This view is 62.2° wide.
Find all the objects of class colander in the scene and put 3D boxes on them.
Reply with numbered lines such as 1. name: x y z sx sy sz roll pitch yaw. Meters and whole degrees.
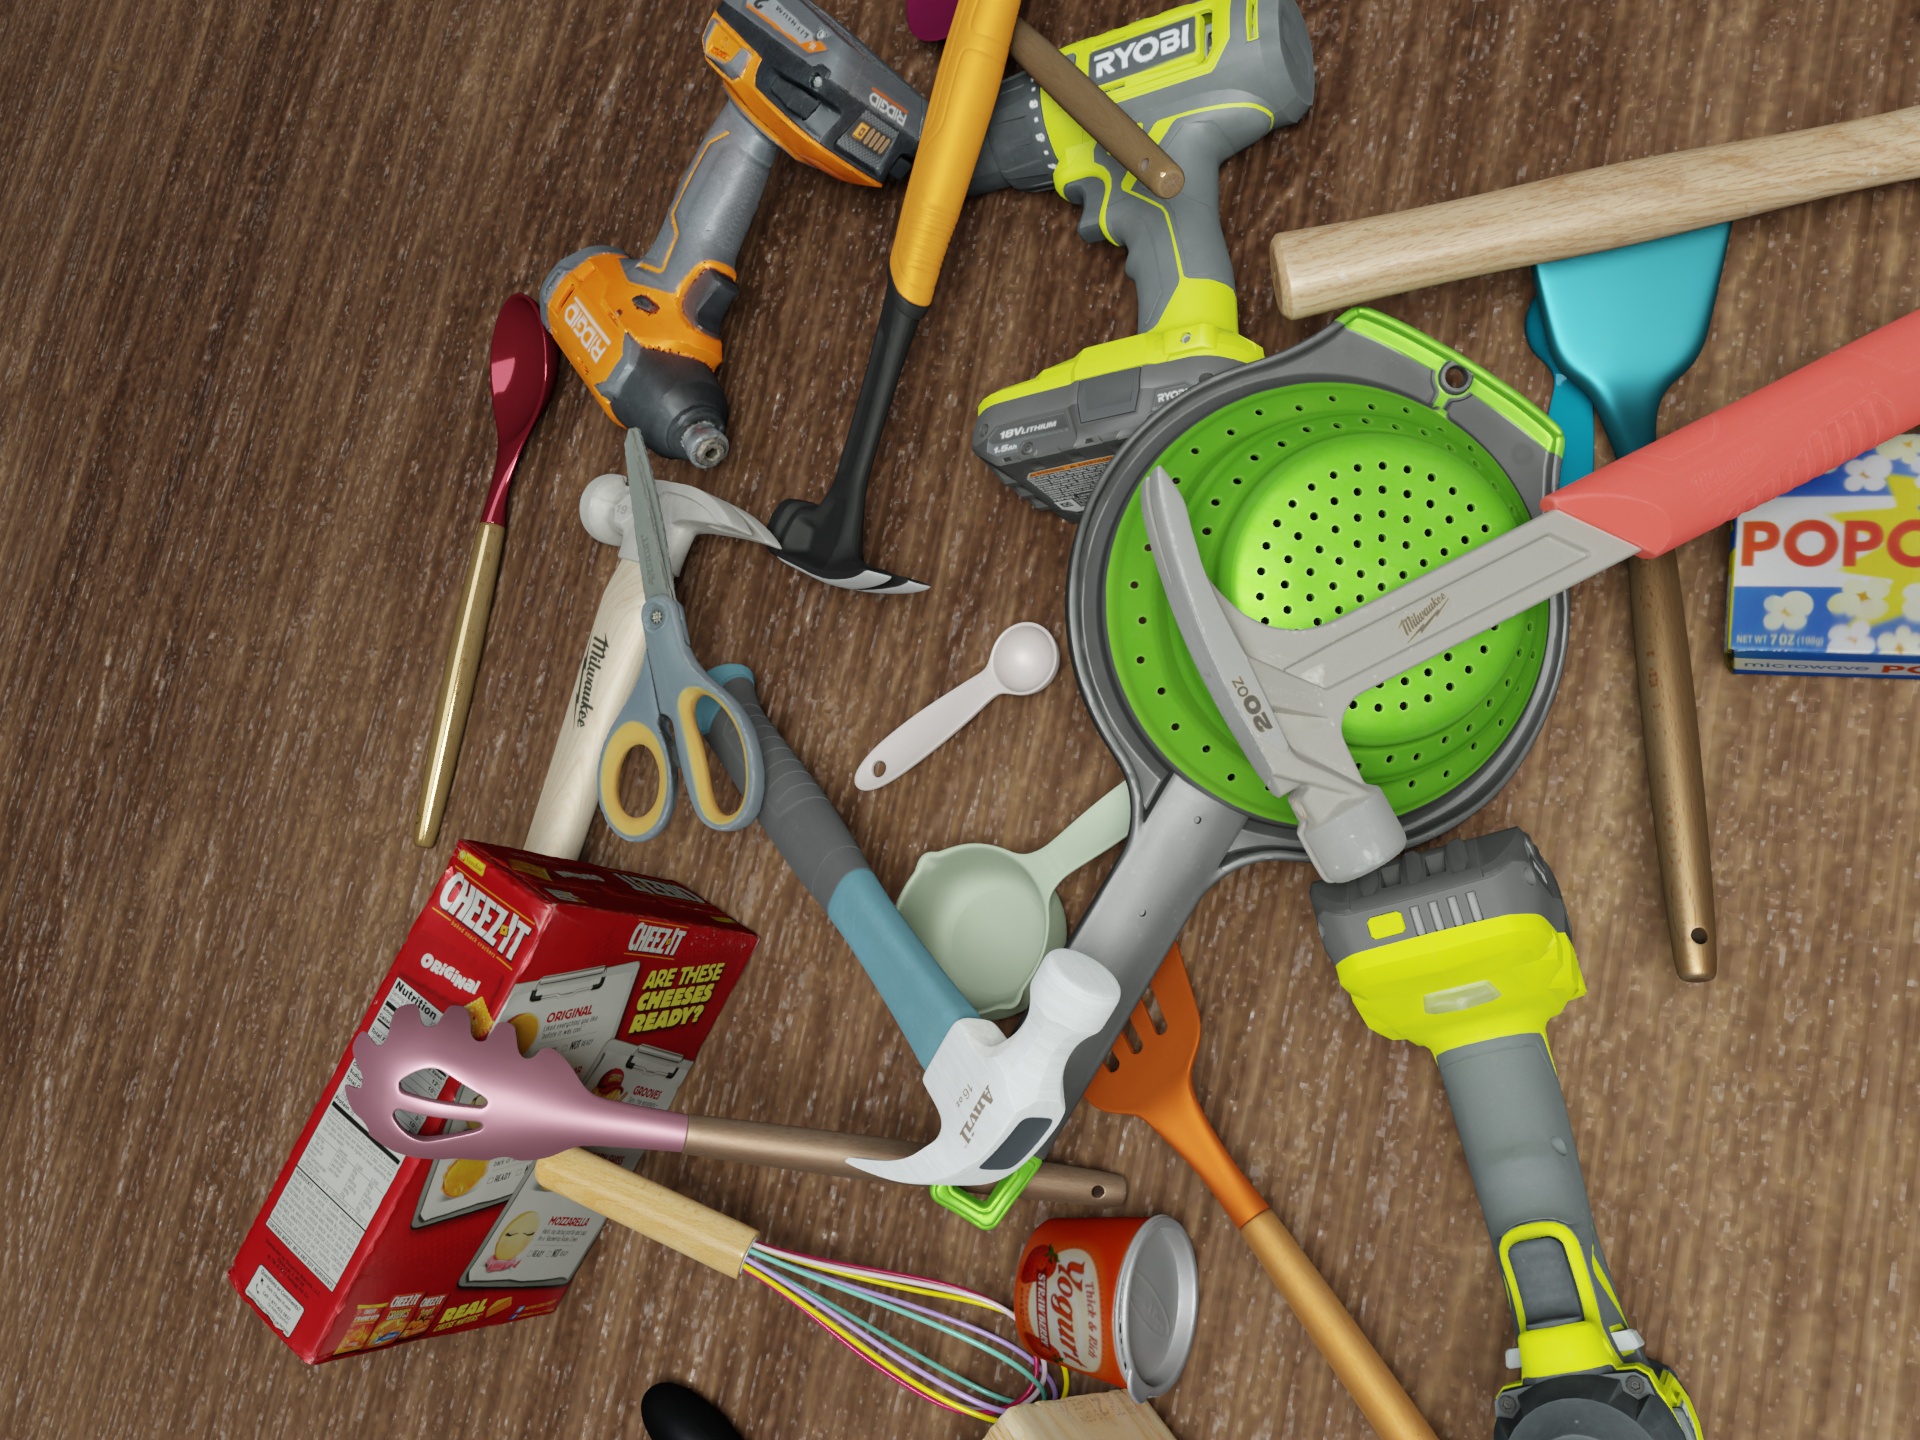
1. colander: 0.103 0.024 0.596 0.204 0.094 0.397 31 89 -1

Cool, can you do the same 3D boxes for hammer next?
1. hammer: -0.015 -0.225 0.735 0.127 0.034 0.337 28 104 58
2. hammer: 0.244 -0.090 0.541 0.359 0.037 0.149 -27 90 -5
3. hammer: -0.051 0.066 0.681 0.331 0.033 0.128 48 117 48
4. hammer: -0.204 0.076 0.798 0.146 0.038 0.410 17 87 48
5. hammer: 0.285 -0.207 0.610 0.331 0.031 0.130 -10 70 7

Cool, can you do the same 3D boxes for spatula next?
1. spatula: 0.262 -0.061 0.600 0.082 0.044 0.318 0 70 8
2. spatula: 0.131 0.213 0.612 0.081 0.041 0.323 -41 62 10

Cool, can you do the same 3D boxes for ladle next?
1. ladle: -0.268 -0.085 0.892 0.069 0.031 0.315 2 79 49

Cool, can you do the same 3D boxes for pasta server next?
1. pasta server: -0.084 0.167 0.639 0.316 0.040 0.060 11 93 -13

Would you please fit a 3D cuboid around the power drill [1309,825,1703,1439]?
1. power drill: 0.189 0.158 0.533 0.080 0.171 0.223 -19 66 19

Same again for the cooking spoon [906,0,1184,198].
1. cooking spoon: 0.032 -0.312 0.740 0.068 0.017 0.319 -54 39 25

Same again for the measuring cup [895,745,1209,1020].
1. measuring cup: 0.046 0.068 0.698 0.167 0.038 0.083 -38 60 8

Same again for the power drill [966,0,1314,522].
1. power drill: 0.066 -0.215 0.738 0.190 0.080 0.229 -7 72 30

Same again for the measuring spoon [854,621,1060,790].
1. measuring spoon: -0.001 -0.002 0.753 0.124 0.018 0.034 -36 64 21

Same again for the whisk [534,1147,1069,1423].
1. whisk: -0.069 0.234 0.674 0.245 0.051 0.047 21 63 10

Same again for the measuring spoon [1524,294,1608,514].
1. measuring spoon: 0.251 -0.128 0.656 0.042 0.021 0.129 3 78 26

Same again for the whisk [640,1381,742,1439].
1. whisk: -0.039 0.368 0.656 0.285 0.070 0.070 29 91 34

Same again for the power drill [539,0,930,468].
1. power drill: -0.116 -0.244 0.810 0.226 0.084 0.164 -51 54 19
